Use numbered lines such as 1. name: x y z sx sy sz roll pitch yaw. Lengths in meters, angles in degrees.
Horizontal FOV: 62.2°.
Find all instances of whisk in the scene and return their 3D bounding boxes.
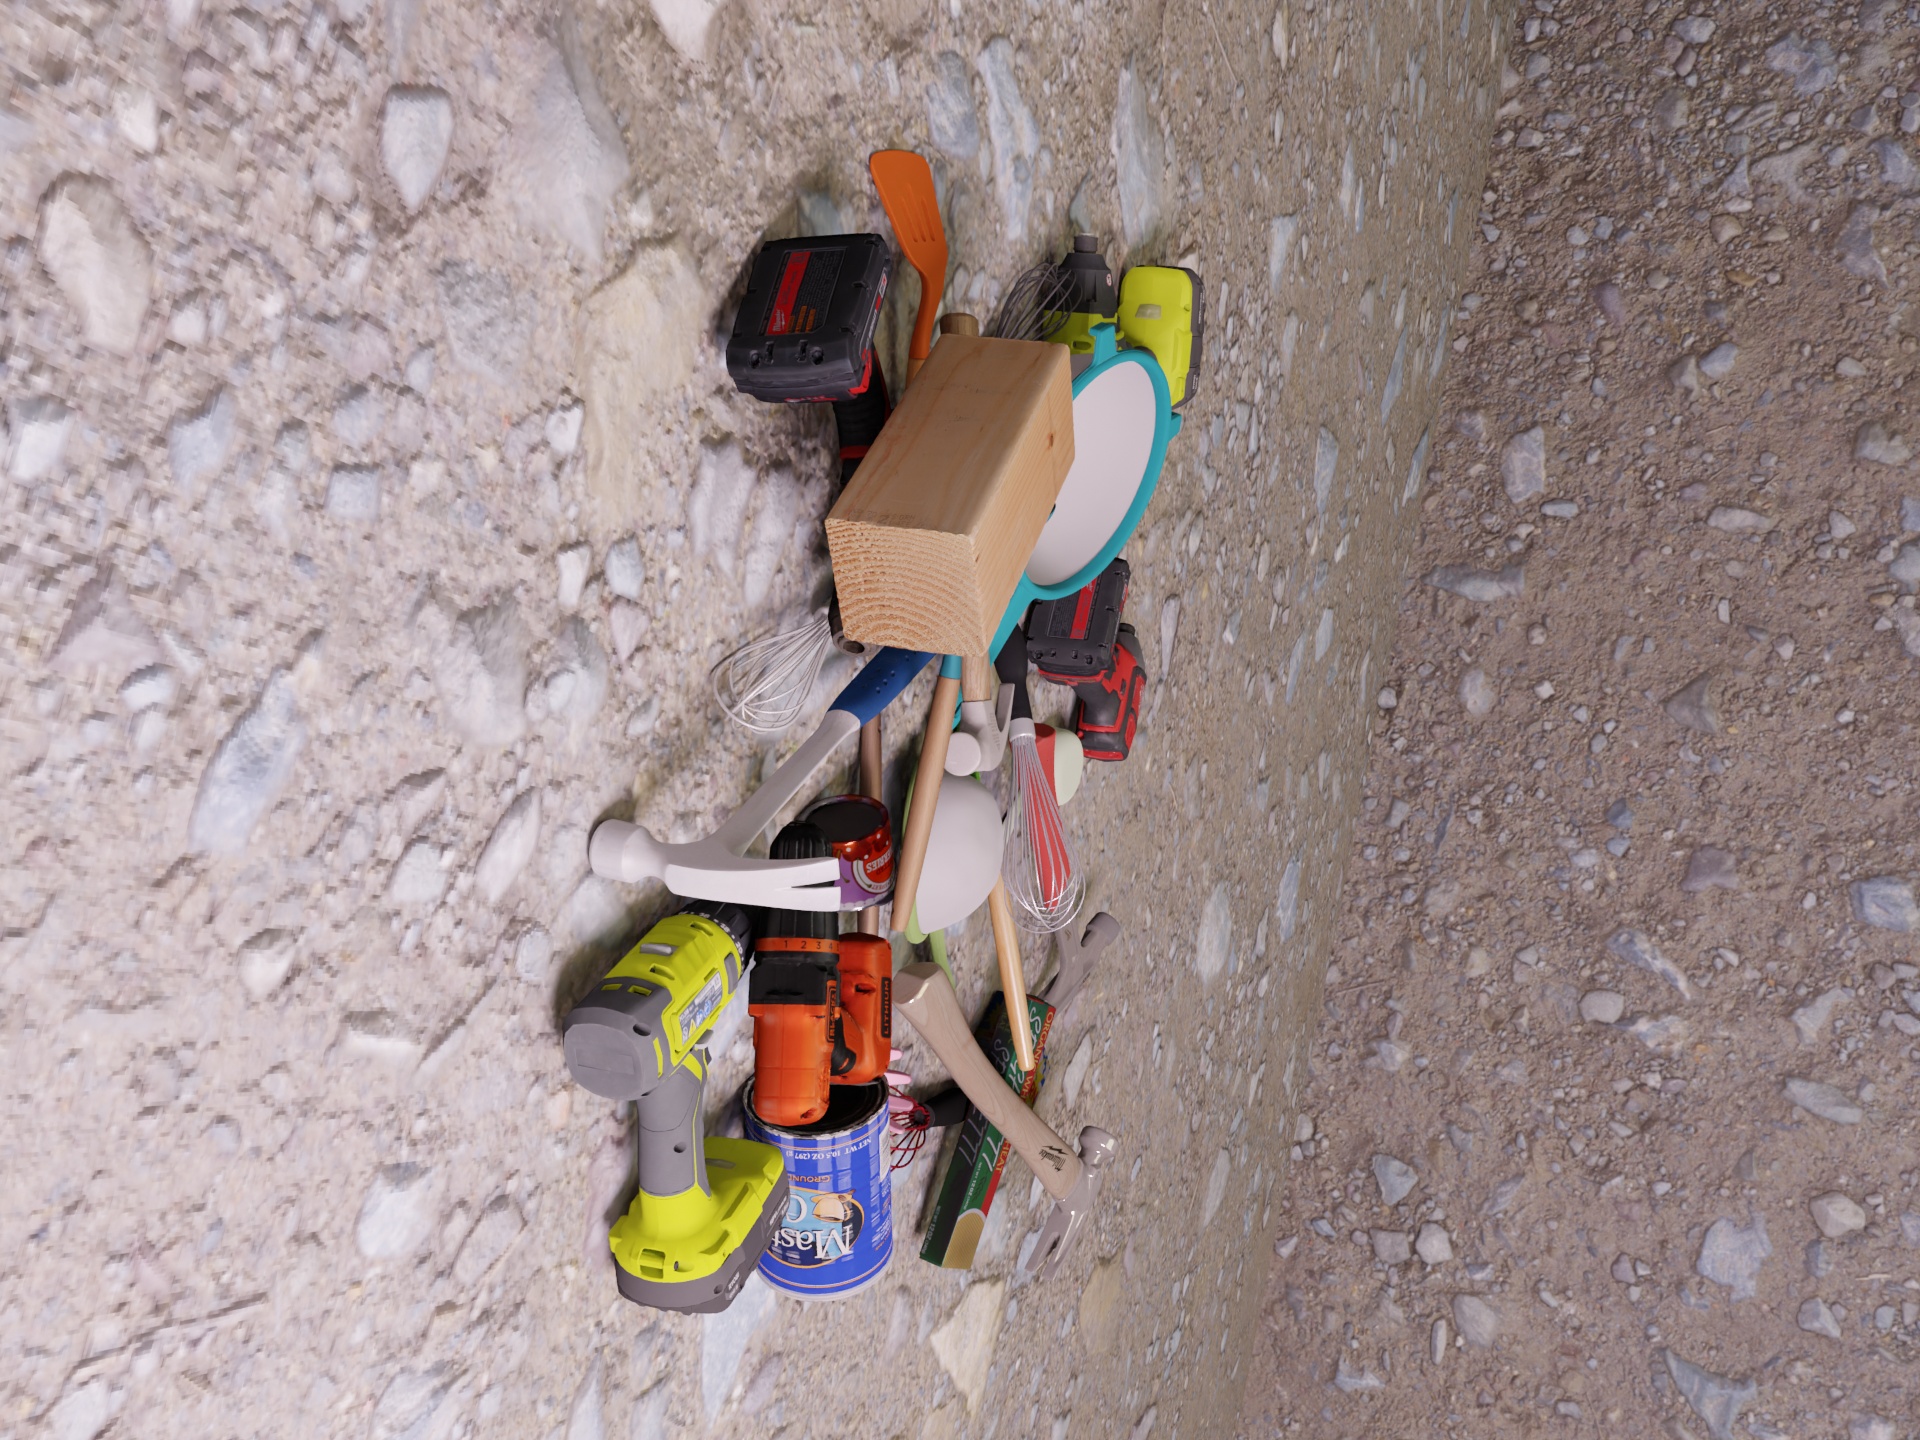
1. whisk: -0.093 -0.062 1.072 0.057 0.059 0.246 -51 180 38
2. whisk: -0.038 0.332 1.328 0.295 0.073 0.073 25 77 -71
3. whisk: 0.056 0.038 1.315 0.070 0.070 0.285 46 33 -61
4. whisk: 0.031 -0.282 1.246 0.239 0.055 0.055 -58 148 -30

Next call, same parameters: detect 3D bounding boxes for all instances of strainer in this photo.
1. strainer: 0.043 -0.156 1.291 0.340 0.095 0.210 -60 152 1
2. strainer: 0.001 0.141 1.284 0.152 0.069 0.256 -77 166 -47

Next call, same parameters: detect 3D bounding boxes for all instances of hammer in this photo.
1. hammer: 0.080 0.141 1.480 0.149 0.037 0.358 -46 143 -28
2. hammer: 0.032 0.339 1.366 0.146 0.038 0.410 -60 140 -26
3. hammer: -0.077 0.007 1.054 0.406 0.144 0.035 -51 148 -57
4. hammer: 0.007 -0.129 1.165 0.130 0.031 0.331 -13 100 -77

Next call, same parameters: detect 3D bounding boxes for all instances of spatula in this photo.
1. spatula: -0.002 -0.003 1.082 0.044 0.082 0.317 8 103 -21
2. spatula: -0.039 -0.237 1.142 0.081 0.041 0.322 -32 132 -58

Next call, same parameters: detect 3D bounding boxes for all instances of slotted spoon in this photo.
1. slotted spoon: 0.030 0.138 1.331 0.070 0.031 0.314 -38 119 -88

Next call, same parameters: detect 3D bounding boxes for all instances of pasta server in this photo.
1. pasta server: -0.061 0.151 1.183 0.060 0.040 0.316 -3 94 -70

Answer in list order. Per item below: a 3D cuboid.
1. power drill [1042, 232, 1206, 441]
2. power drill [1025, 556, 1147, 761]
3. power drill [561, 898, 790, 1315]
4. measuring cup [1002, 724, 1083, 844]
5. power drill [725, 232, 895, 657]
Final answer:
1. power drill: 0.143 -0.347 1.431 0.223 0.080 0.171 -26 123 -57
2. power drill: 0.131 -0.064 1.511 0.219 0.078 0.143 58 42 -60
3. power drill: -0.163 0.227 0.987 0.190 0.080 0.228 -50 140 -62
4. measuring cup: 0.073 0.074 1.482 0.083 0.038 0.168 76 31 -42
5. power drill: -0.071 -0.169 1.004 0.226 0.080 0.188 69 27 -53
